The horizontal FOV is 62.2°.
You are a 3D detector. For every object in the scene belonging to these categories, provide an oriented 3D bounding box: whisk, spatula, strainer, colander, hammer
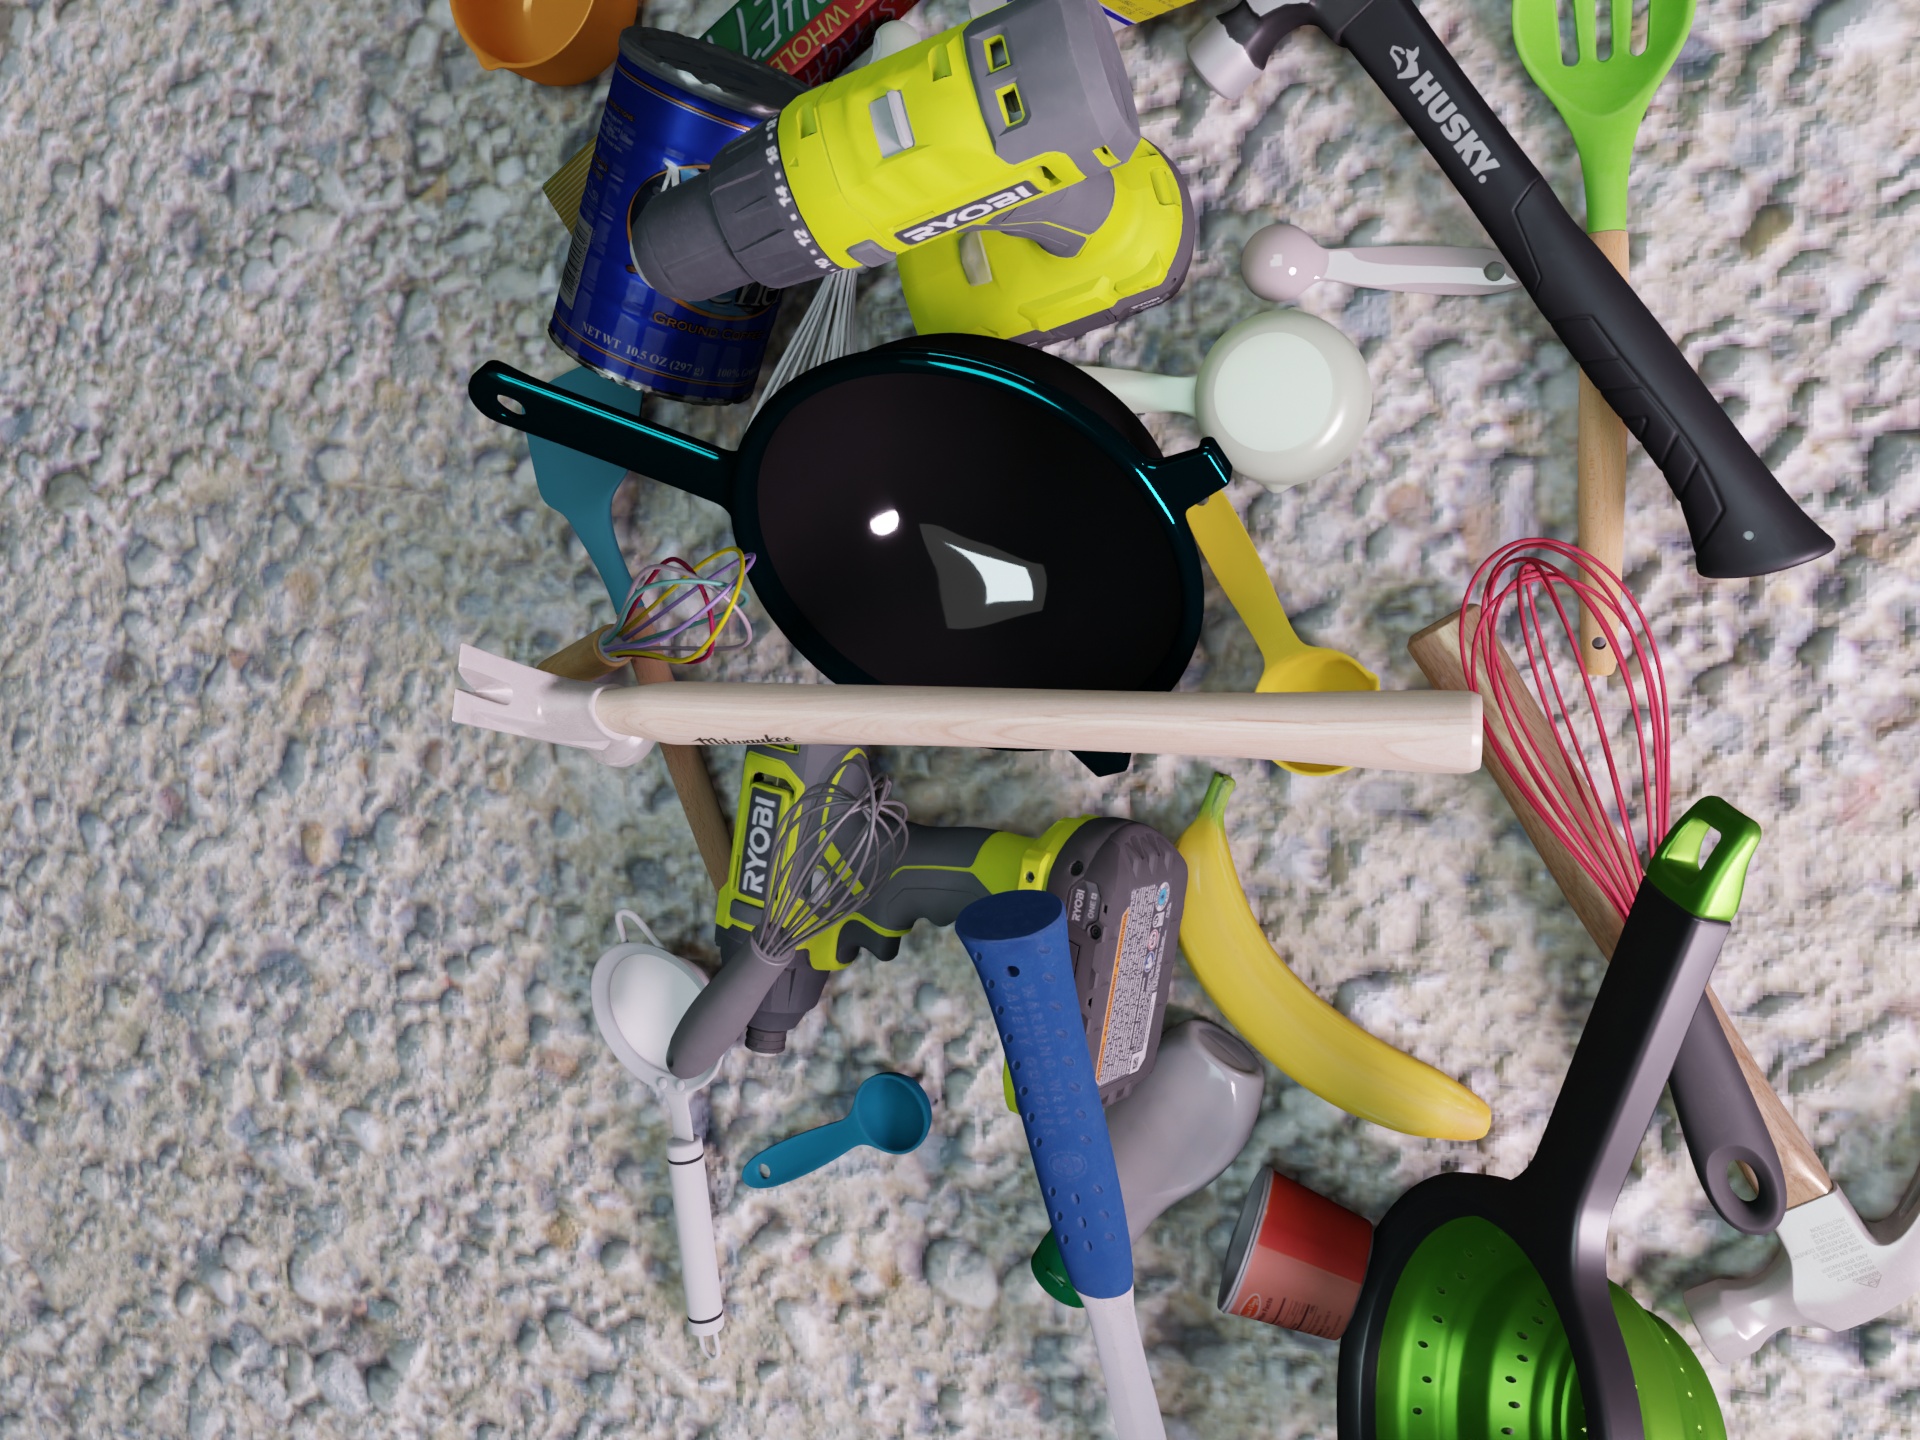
[{"bbox_3d":[0.269,0.068,0.630,0.073,0.073,0.296,-20,94,21],"label":"whisk"},{"bbox_3d":[-0.156,-0.034,0.829,0.082,0.044,0.317,-18,93,20],"label":"spatula"},{"bbox_3d":[-0.047,-0.114,0.711,0.340,0.095,0.210,21,139,8],"label":"strainer"},{"bbox_3d":[0.258,0.218,0.622,0.094,0.205,0.397,9,109,-12],"label":"colander"},{"bbox_3d":[0.069,0.249,0.684,0.144,0.035,0.405,-5,117,18],"label":"hammer"},{"bbox_3d":[-0.057,-0.212,0.768,0.059,0.058,0.246,13,97,-16],"label":"whisk"},{"bbox_3d":[0.292,0.097,0.669,0.130,0.031,0.331,-32,83,20],"label":"hammer"},{"bbox_3d":[-0.001,-0.002,0.653,0.410,0.146,0.038,1,83,15],"label":"hammer"},{"bbox_3d":[-0.146,0.217,0.837,0.087,0.050,0.258,0,101,30],"label":"strainer"},{"bbox_3d":[-0.087,0.100,0.723,0.055,0.055,0.239,46,130,11],"label":"whisk"},{"bbox_3d":[0.236,-0.198,0.637,0.146,0.035,0.335,-38,77,32],"label":"hammer"},{"bbox_3d":[-0.158,-0.037,0.753,0.245,0.051,0.047,-15,85,57],"label":"whisk"}]

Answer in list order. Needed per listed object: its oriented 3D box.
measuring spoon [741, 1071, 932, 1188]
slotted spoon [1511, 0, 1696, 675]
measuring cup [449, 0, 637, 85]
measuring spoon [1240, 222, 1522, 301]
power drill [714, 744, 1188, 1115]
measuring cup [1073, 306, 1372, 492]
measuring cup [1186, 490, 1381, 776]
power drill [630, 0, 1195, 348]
[{"bbox_3d":[-0.063,0.214,0.822,0.128,0.021,0.042,-31,85,29],"label":"measuring spoon"},{"bbox_3d":[0.265,-0.175,0.659,0.070,0.031,0.313,1,97,23],"label":"slotted spoon"},{"bbox_3d":[-0.241,-0.387,0.814,0.174,0.052,0.095,31,104,17],"label":"measuring cup"},{"bbox_3d":[0.182,-0.198,0.691,0.124,0.018,0.034,8,97,19],"label":"measuring spoon"},{"bbox_3d":[-0.017,0.100,0.747,0.223,0.080,0.171,14,99,32],"label":"power drill"},{"bbox_3d":[0.098,-0.148,0.714,0.167,0.038,0.083,7,97,17],"label":"measuring cup"},{"bbox_3d":[0.141,-0.046,0.721,0.062,0.029,0.157,-31,72,20],"label":"measuring cup"},{"bbox_3d":[-0.006,-0.205,0.647,0.190,0.228,0.080,-16,89,21],"label":"power drill"}]
